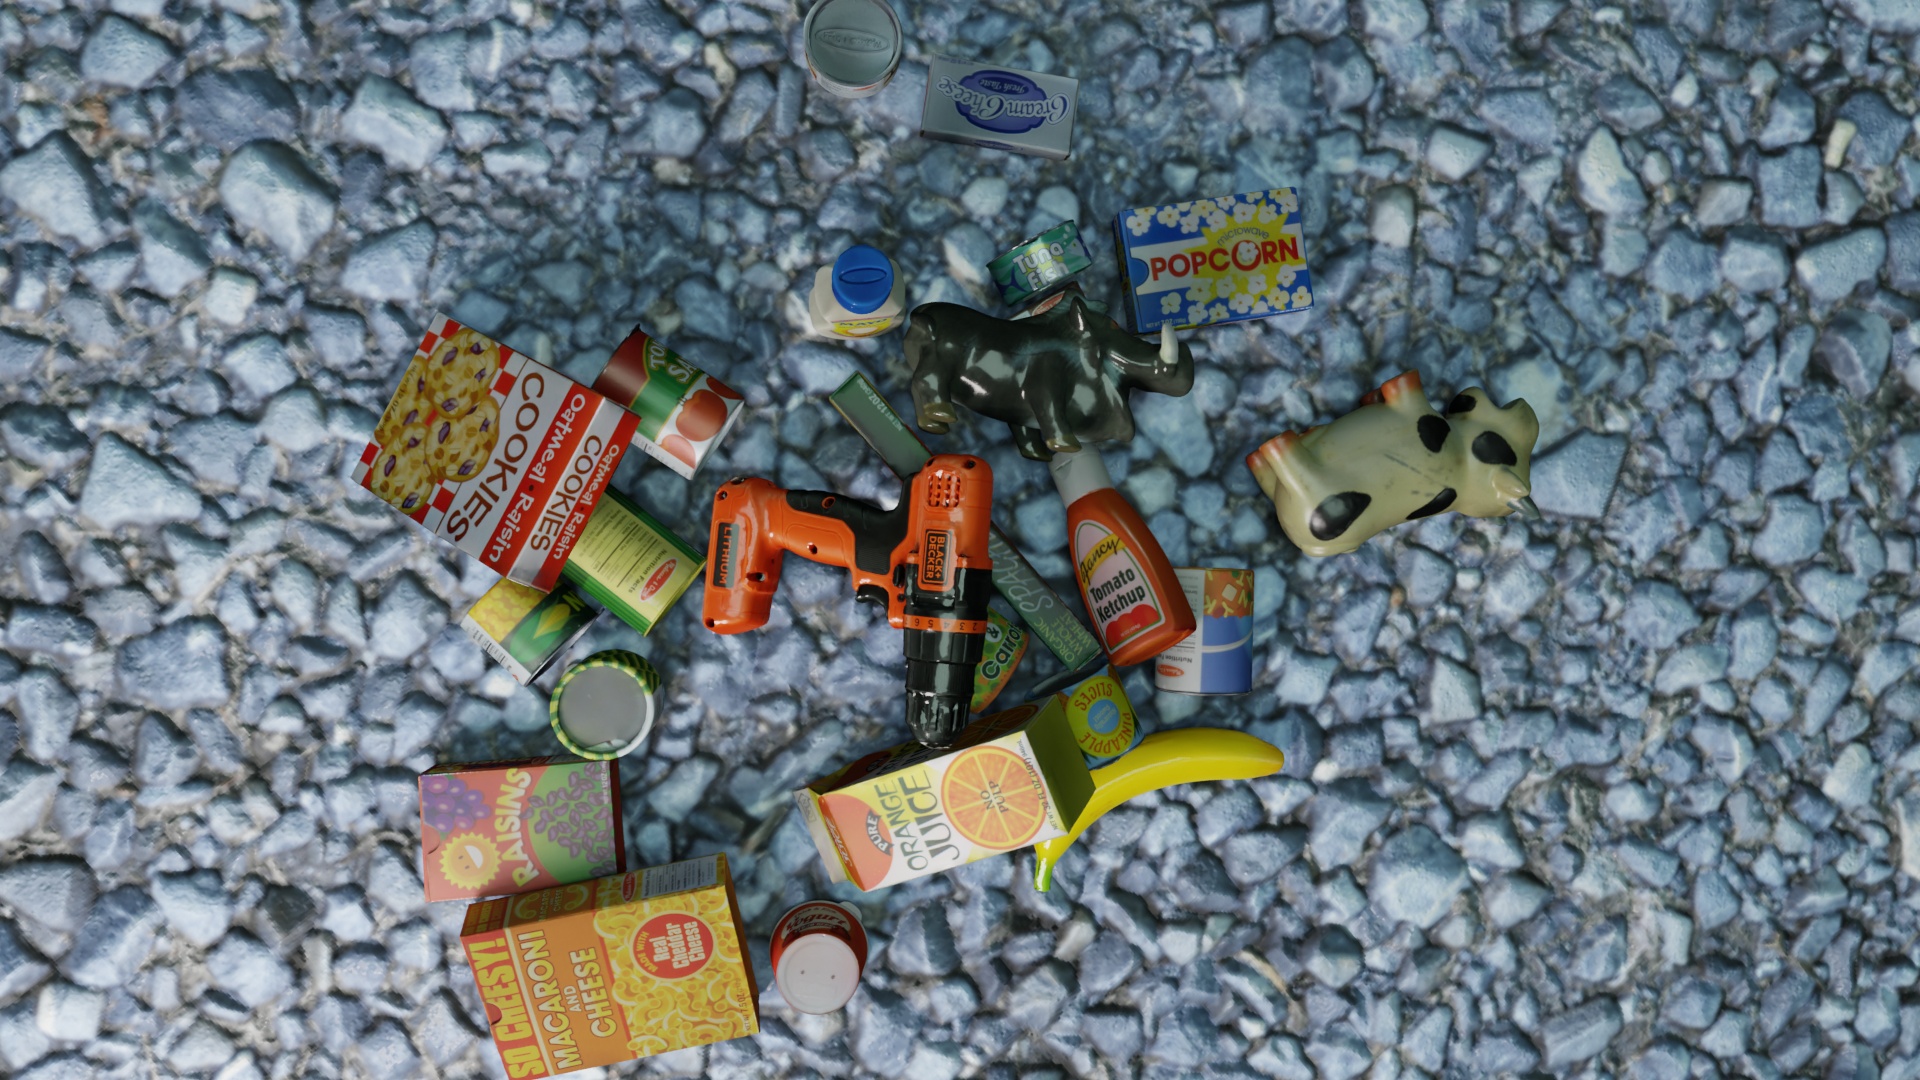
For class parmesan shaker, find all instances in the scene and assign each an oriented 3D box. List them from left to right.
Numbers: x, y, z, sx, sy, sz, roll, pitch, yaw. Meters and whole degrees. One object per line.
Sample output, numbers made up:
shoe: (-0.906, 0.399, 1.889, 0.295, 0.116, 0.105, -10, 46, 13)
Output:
parmesan shaker: (-0.224, 0.004, 0.907, 0.103, 0.071, 0.071, 39, 87, -5)

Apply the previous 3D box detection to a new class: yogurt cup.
yogurt cup: (-0.095, 0.281, 0.930, 0.072, 0.054, 0.072, 0, 92, -5)

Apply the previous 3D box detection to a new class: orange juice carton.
orange juice carton: (-0.018, 0.170, 0.908, 0.192, 0.073, 0.071, -21, 94, 22)

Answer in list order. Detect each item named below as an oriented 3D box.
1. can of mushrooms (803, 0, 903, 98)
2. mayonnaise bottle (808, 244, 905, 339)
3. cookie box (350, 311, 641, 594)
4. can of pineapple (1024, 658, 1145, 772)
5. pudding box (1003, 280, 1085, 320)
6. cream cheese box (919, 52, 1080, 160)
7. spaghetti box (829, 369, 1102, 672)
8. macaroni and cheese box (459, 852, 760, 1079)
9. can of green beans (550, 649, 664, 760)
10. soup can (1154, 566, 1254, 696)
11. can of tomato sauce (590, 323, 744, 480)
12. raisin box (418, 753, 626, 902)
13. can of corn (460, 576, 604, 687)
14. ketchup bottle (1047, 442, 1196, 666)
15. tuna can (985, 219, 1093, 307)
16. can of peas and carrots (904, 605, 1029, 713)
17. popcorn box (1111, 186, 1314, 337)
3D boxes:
can of mushrooms: (-0.072, -0.336, 0.933, 0.071, 0.033, 0.071, 0, 91, -5)
mayonnaise bottle: (-0.064, -0.156, 0.879, 0.065, 0.148, 0.041, -7, 92, -5)
cookie box: (-0.292, -0.057, 0.869, 0.168, 0.040, 0.123, 26, 87, 30)
can of pineapple: (0.084, 0.119, 0.938, 0.071, 0.071, 0.058, -25, 93, -5)
pudding box: (0.053, -0.135, 0.950, 0.084, 0.030, 0.049, -30, 93, -5)
cream cheese box: (0.027, -0.295, 0.948, 0.104, 0.024, 0.053, 8, 91, -6)
spaghetti box: (0.003, -0.012, 0.937, 0.029, 0.050, 0.250, -42, 95, -2)
macaroni and cheese box: (-0.224, 0.279, 0.904, 0.167, 0.040, 0.123, -11, 113, -6)
can of green beans: (-0.231, 0.107, 0.911, 0.071, 0.058, 0.071, 0, 91, -6)
soup can: (0.169, 0.061, 0.949, 0.071, 0.071, 0.083, 2, 91, -6)
can of tomato sauce: (-0.192, -0.090, 0.907, 0.083, 0.071, 0.071, 33, 88, -6)
raisin box: (-0.288, 0.188, 0.916, 0.123, 0.040, 0.086, -4, 92, -5)
can of corn: (-0.278, 0.050, 0.902, 0.058, 0.071, 0.071, 44, 87, -5)
ketchup bottle: (0.102, 0.006, 0.930, 0.064, 0.043, 0.149, -35, 67, 35)
tuna can: (0.054, -0.185, 0.929, 0.071, 0.071, 0.033, -28, 95, -5)
can of peas and carrots: (0.006, 0.072, 0.929, 0.059, 0.071, 0.071, 36, 88, -6)
popcorn box: (0.174, -0.191, 0.958, 0.127, 0.038, 0.085, -9, 93, -6)
